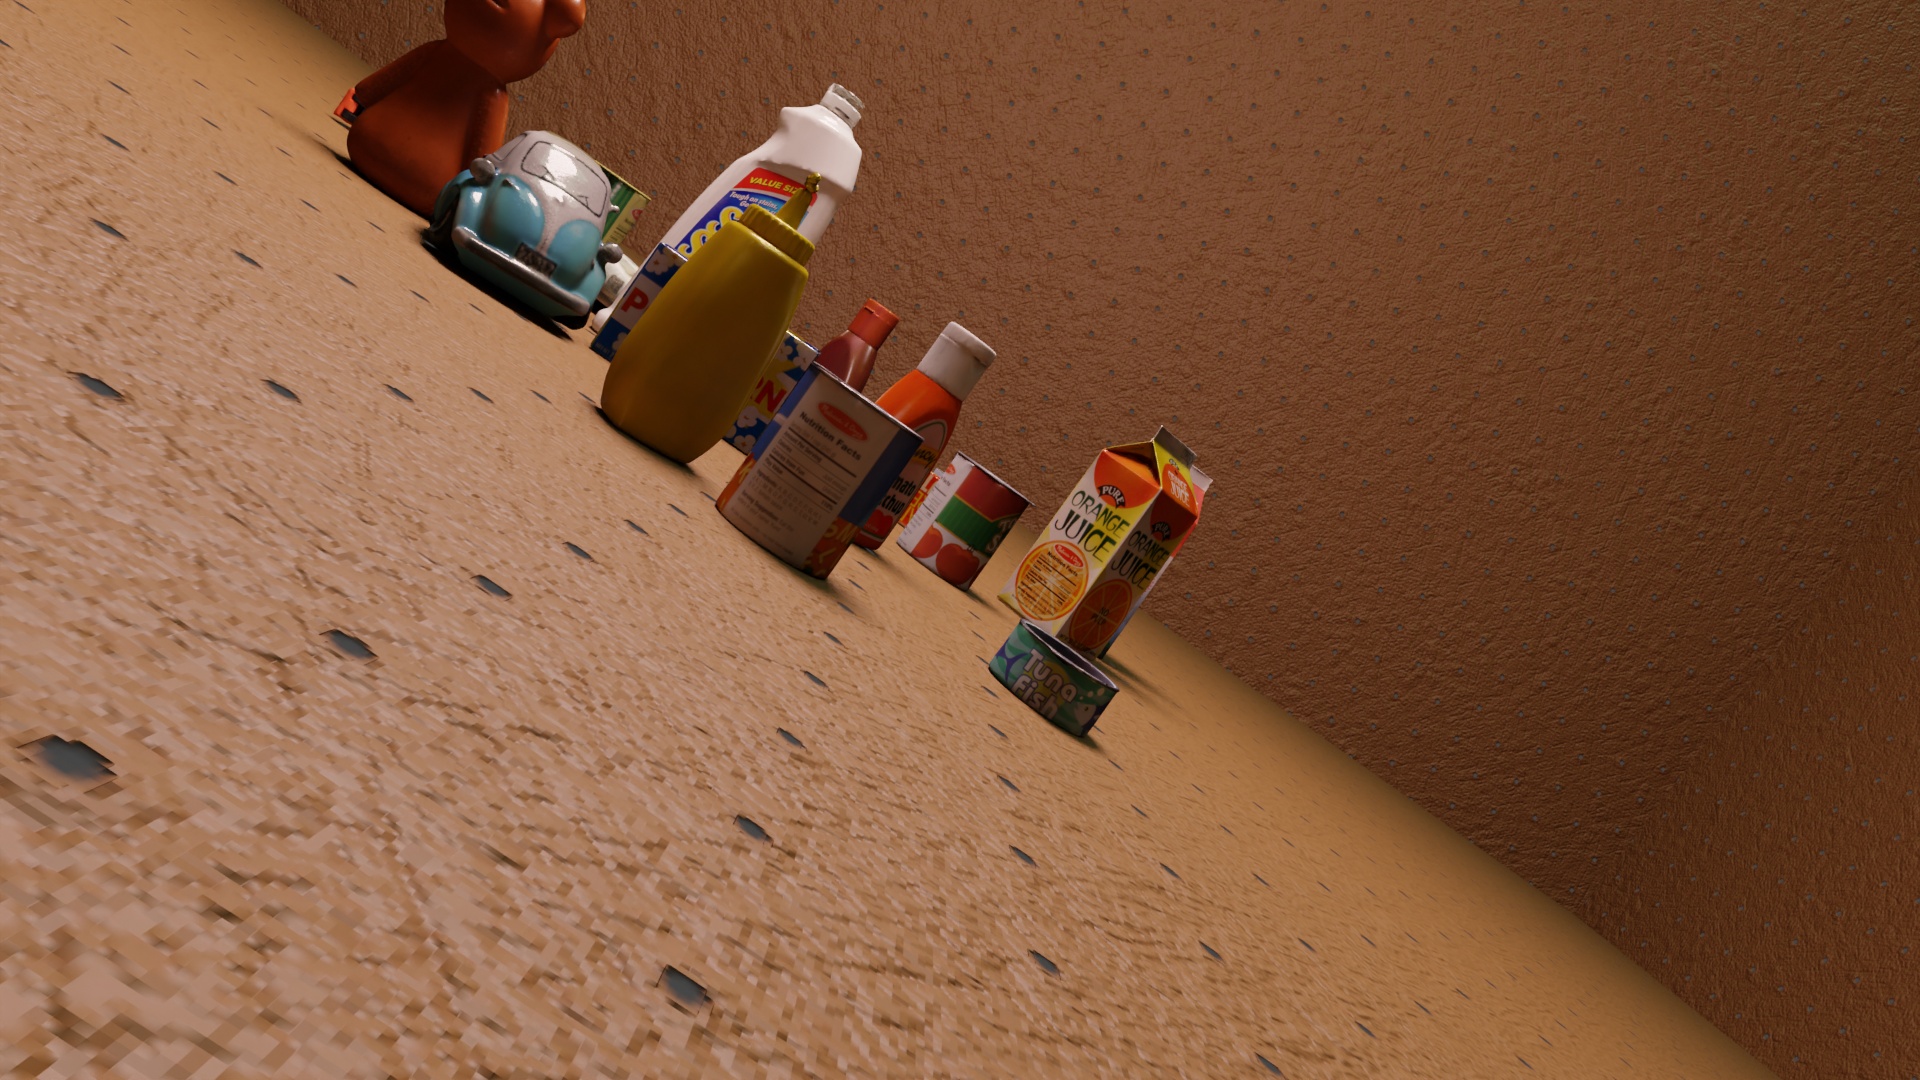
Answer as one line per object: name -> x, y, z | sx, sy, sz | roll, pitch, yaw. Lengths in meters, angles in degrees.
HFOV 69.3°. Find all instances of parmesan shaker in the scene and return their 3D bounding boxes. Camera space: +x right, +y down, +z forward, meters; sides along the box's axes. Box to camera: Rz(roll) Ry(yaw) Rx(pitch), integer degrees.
parmesan shaker -> -0.290, -0.234, 1.044 | 0.071, 0.103, 0.071 | 35, 3, -2

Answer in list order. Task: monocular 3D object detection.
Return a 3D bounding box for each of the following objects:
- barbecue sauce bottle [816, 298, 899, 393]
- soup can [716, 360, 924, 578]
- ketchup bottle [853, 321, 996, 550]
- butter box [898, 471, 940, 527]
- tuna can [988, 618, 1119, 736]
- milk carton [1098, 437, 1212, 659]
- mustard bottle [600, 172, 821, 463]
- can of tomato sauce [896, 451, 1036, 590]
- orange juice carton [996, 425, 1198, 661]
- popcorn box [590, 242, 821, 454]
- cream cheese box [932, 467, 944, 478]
barbecue sauce bottle -> -0.116, -0.163, 1.335 | 0.065, 0.148, 0.043 | 37, 4, 31
soup can -> -0.067, -0.033, 0.670 | 0.071, 0.083, 0.071 | 35, 3, -2
ketchup bottle -> -0.035, -0.068, 0.874 | 0.043, 0.148, 0.064 | 38, 4, 38
butter box -> -0.052, -0.047, 1.191 | 0.103, 0.053, 0.024 | 36, 3, 12
tuna can -> 0.050, 0.074, 0.749 | 0.071, 0.033, 0.071 | 35, 4, -2
milk carton -> 0.147, 0.004, 1.256 | 0.072, 0.190, 0.073 | 35, 3, -11
mustard bottle -> -0.116, -0.118, 0.701 | 0.065, 0.160, 0.049 | 33, 4, -41
can of tomato sauce -> 0.004, -0.013, 1.034 | 0.071, 0.083, 0.071 | 35, 3, -2
orange juice carton -> 0.124, -0.004, 1.139 | 0.073, 0.192, 0.071 | 38, 4, 39
popcorn box -> -0.169, -0.128, 0.926 | 0.126, 0.085, 0.038 | 35, 3, -9
cream cheese box -> -0.007, -0.028, 1.349 | 0.024, 0.053, 0.103 | 38, 4, 34
